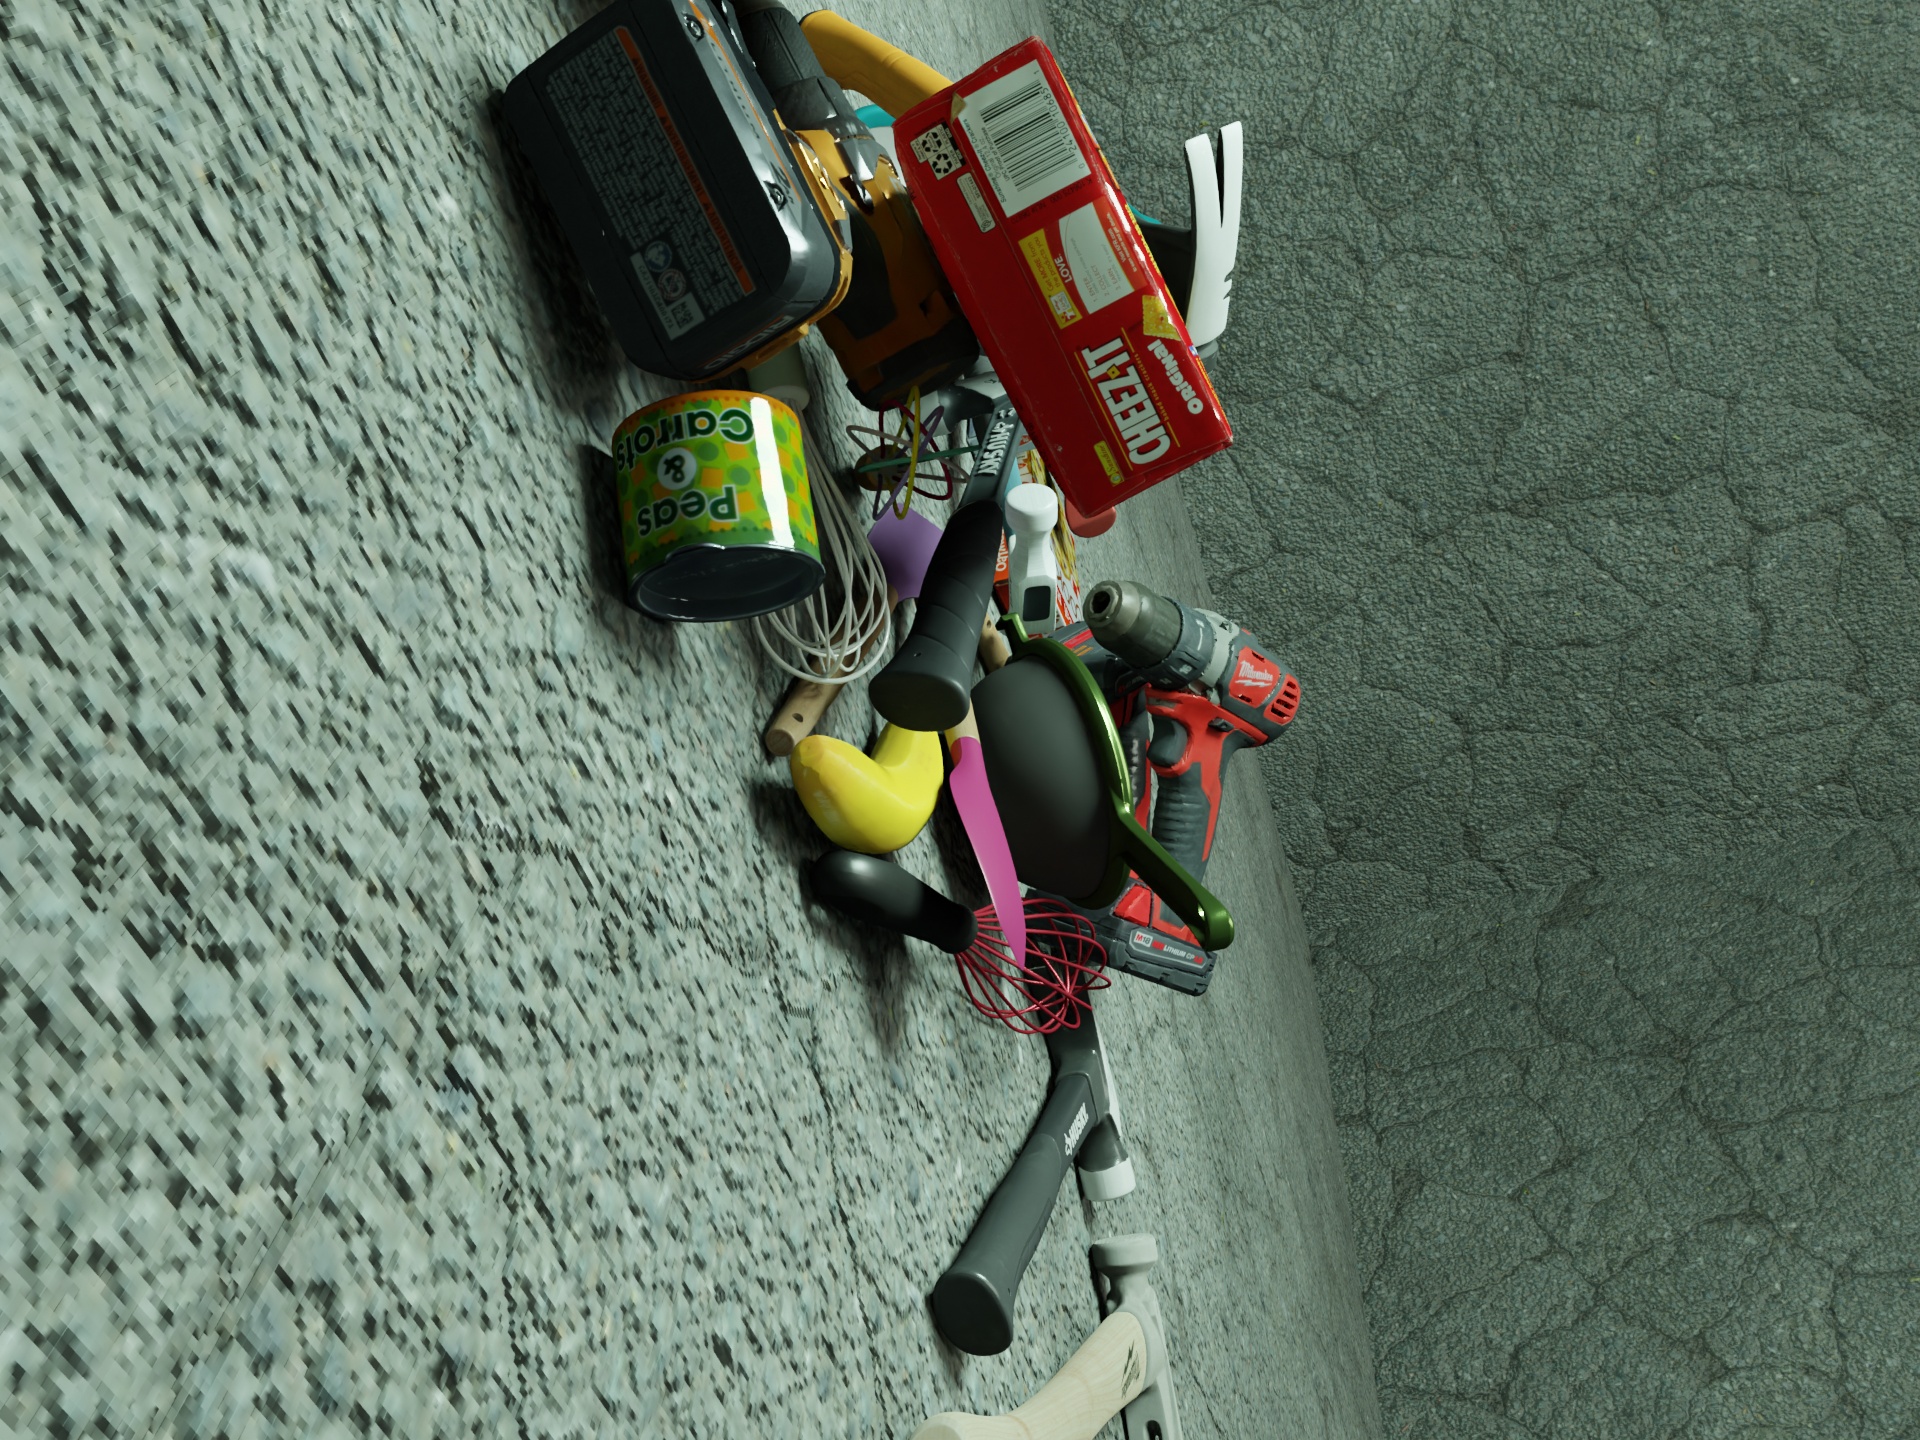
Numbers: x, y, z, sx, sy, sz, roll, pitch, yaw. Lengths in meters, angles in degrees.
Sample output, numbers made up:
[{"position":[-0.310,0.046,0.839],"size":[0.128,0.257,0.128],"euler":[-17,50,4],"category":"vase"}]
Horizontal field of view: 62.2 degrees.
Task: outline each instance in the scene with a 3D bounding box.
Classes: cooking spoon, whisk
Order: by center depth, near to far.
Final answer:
[{"position":[-0.076,-0.129,0.681],"size":[0.057,0.059,0.246],"euler":[131,-50,-61],"category":"whisk"},{"position":[-0.029,-0.120,0.724],"size":[0.245,0.051,0.047],"euler":[-134,-159,-80],"category":"whisk"},{"position":[0.006,0.102,0.751],"size":[0.295,0.073,0.073],"euler":[38,41,-61],"category":"whisk"},{"position":[-0.001,-0.002,0.780],"size":[0.319,0.017,0.068],"euler":[-104,172,-52],"category":"cooking spoon"}]

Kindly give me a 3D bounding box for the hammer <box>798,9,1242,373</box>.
[{"position":[0.017,-0.306,0.830],"size":[0.337,0.034,0.127],"euler":[43,-30,32],"category":"hammer"}]

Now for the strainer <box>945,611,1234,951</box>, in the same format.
[{"position":[0.050,0.054,0.812],"size":[0.257,0.069,0.151],"euler":[-134,-144,-59],"category":"strainer"}]

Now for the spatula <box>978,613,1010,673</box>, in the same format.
[{"position":[0.073,0.034,1.103],"size":[0.082,0.044,0.317],"euler":[-63,142,-33],"category":"spatula"}]

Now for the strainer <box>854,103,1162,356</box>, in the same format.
[{"position":[-0.001,-0.249,0.914],"size":[0.095,0.211,0.341],"euler":[-63,-178,35],"category":"strainer"}]

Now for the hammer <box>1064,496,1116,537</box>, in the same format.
[{"position":[0.070,-0.272,1.301],"size":[0.149,0.036,0.359],"euler":[60,13,-48],"category":"hammer"}]

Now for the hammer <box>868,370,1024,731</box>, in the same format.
[{"position":[0.015,-0.109,0.811],"size":[0.409,0.149,0.036],"euler":[-76,153,-58],"category":"hammer"}]

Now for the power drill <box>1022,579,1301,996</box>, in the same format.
[{"position":[0.114,0.037,0.960],"size":[0.187,0.080,0.227],"euler":[26,81,-44],"category":"power drill"}]

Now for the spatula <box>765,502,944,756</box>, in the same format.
[{"position":[-0.041,-0.051,0.765],"size":[0.059,0.018,0.316],"euler":[36,24,-4],"category":"spatula"}]

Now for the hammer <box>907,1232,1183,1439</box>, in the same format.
[{"position":[0.052,0.338,0.752],"size":[0.410,0.038,0.146],"euler":[35,45,-69],"category":"hammer"}]

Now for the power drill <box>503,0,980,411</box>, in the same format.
[{"position":[-0.078,-0.213,0.612],"size":[0.185,0.084,0.226],"euler":[64,20,-1],"category":"power drill"}]

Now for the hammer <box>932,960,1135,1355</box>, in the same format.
[{"position":[0.040,0.225,0.813],"size":[0.335,0.035,0.146],"euler":[-17,95,-76],"category":"hammer"}]

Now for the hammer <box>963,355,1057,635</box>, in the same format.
[{"position":[0.027,-0.176,1.052],"size":[0.331,0.033,0.128],"euler":[-99,-175,-49],"category":"hammer"}]

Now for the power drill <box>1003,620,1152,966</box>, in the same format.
[{"position":[0.095,0.053,1.057],"size":[0.143,0.078,0.219],"euler":[-30,117,-51],"category":"power drill"}]
